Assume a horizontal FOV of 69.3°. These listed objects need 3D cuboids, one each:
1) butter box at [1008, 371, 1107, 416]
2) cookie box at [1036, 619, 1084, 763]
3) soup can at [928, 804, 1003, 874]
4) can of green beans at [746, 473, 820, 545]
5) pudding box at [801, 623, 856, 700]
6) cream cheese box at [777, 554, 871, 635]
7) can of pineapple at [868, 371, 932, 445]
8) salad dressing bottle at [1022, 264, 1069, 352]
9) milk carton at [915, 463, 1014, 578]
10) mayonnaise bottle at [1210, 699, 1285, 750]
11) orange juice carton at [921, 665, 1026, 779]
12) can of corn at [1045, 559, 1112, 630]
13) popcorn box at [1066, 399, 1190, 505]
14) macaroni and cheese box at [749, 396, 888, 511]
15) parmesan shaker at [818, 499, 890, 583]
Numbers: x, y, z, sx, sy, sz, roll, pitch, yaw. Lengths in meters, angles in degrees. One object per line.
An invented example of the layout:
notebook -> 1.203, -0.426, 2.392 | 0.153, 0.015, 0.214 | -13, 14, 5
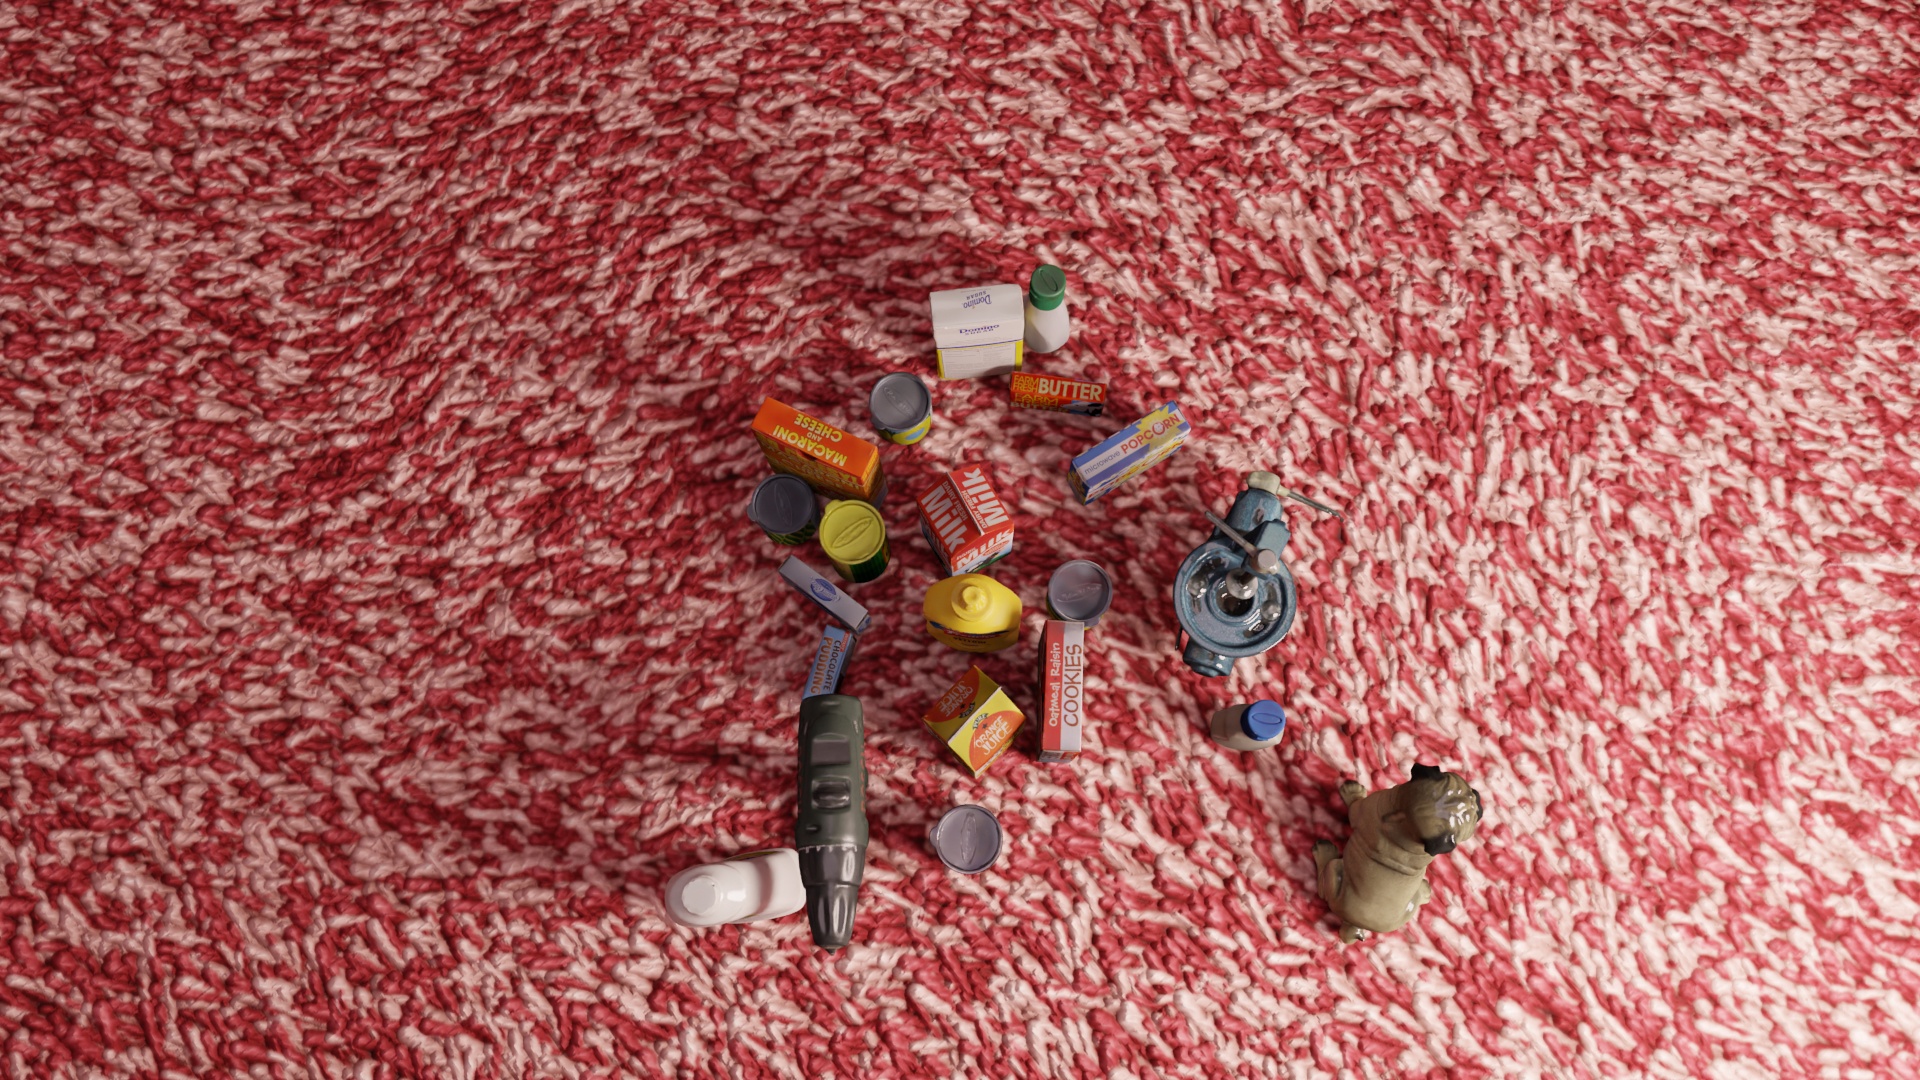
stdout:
butter box -> 0.103, -0.157, 1.490 | 0.103, 0.053, 0.024 | 8, 78, 3
cookie box -> 0.095, 0.151, 1.360 | 0.040, 0.167, 0.123 | 2, 77, 1
soup can -> 0.006, 0.294, 1.371 | 0.071, 0.083, 0.071 | 0, 77, 1
can of green beans -> -0.183, -0.032, 1.463 | 0.071, 0.057, 0.071 | 0, 77, 1
pudding box -> -0.135, 0.132, 1.428 | 0.030, 0.049, 0.084 | 17, 78, 5
cream cheese box -> -0.140, 0.057, 1.444 | 0.104, 0.053, 0.024 | 36, 80, 8
can of pineapple -> -0.065, -0.140, 1.487 | 0.071, 0.057, 0.071 | 0, 77, 1
salad dressing bottle -> 0.089, -0.244, 1.463 | 0.044, 0.147, 0.064 | -33, 79, -6
milk carton -> 0.005, -0.017, 1.389 | 0.073, 0.190, 0.072 | -29, 79, -5
mayonnaise bottle -> 0.286, 0.181, 1.360 | 0.065, 0.148, 0.041 | 8, 78, 3
orange juice carton -> 0.014, 0.177, 1.343 | 0.072, 0.192, 0.073 | -44, 80, -8
can of corn -> 0.123, 0.060, 1.437 | 0.071, 0.058, 0.071 | 0, 77, 1
popcorn box -> 0.175, -0.090, 1.457 | 0.127, 0.085, 0.038 | -31, 79, -6
macaroni and cheese box -> -0.141, -0.081, 1.418 | 0.124, 0.166, 0.040 | 25, 79, 6
parmesan shaker -> -0.109, 0.000, 1.431 | 0.071, 0.103, 0.071 | 0, 77, 1
